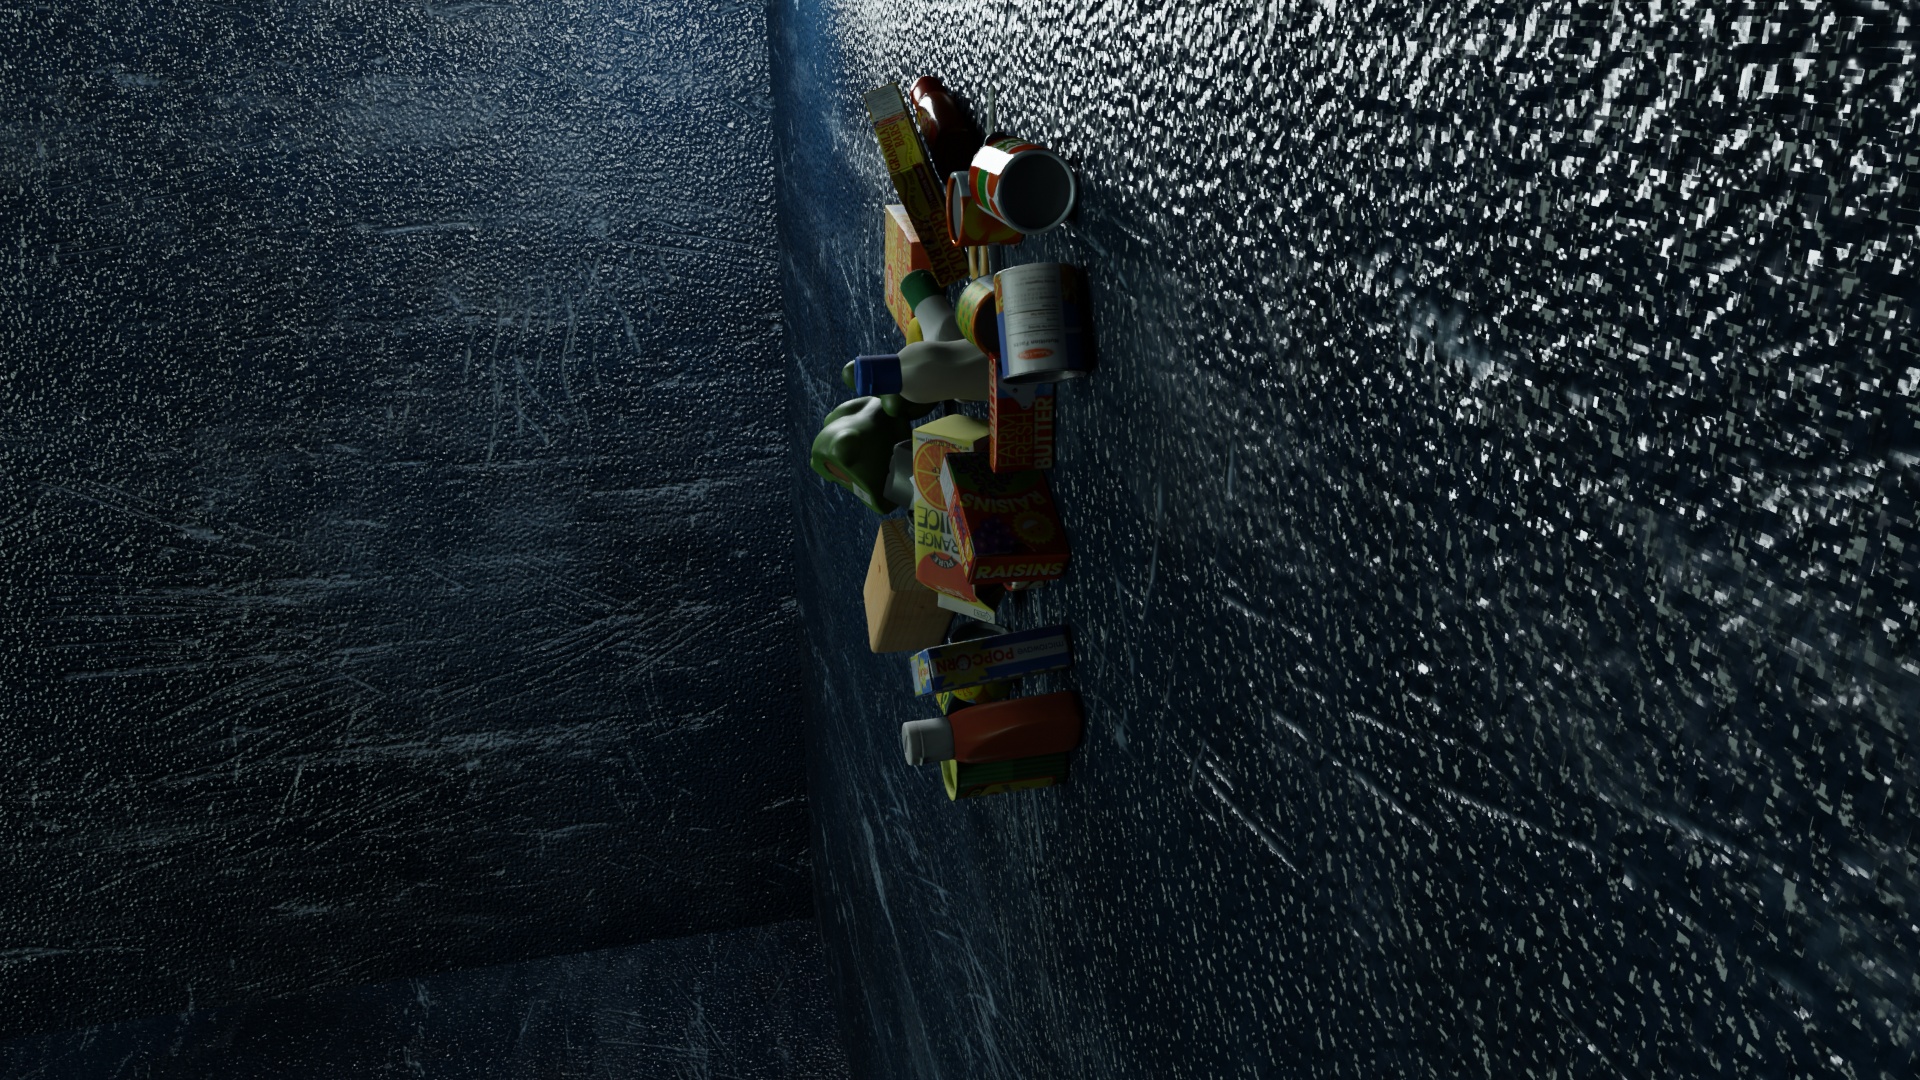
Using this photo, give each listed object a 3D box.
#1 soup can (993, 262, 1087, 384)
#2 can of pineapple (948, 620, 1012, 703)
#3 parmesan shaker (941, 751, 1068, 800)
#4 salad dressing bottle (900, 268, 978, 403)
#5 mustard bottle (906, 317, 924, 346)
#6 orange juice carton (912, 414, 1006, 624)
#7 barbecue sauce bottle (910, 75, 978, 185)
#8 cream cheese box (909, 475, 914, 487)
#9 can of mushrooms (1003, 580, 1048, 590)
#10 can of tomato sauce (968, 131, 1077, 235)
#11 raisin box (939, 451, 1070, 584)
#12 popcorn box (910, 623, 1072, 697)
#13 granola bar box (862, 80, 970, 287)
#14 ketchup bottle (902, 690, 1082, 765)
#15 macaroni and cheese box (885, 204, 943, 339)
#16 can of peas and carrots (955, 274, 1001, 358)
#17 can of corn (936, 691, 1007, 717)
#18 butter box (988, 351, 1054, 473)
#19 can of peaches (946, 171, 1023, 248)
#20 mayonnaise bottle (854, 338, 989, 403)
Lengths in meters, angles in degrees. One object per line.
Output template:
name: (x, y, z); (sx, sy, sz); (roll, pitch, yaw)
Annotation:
soup can: (0.062, -0.167, 1.079); (0.071, 0.071, 0.083); (164, 101, -77)
can of pineapple: (0.019, 0.122, 1.382); (0.071, 0.071, 0.057); (-117, 24, -59)
parmesan shaker: (0.039, 0.193, 1.241); (0.071, 0.103, 0.071); (176, 88, -78)
salad dressing bottle: (-0.014, -0.203, 1.368); (0.148, 0.064, 0.043); (63, 141, 27)
mustard bottle: (-0.027, -0.204, 1.485); (0.160, 0.065, 0.049); (136, 132, -82)
orange juice carton: (0.005, -0.017, 1.320); (0.072, 0.073, 0.191); (13, 115, 33)
barbecue sauce bottle: (-0.019, -0.417, 1.390); (0.149, 0.044, 0.064); (-107, 8, -45)
cream cheese box: (-0.004, -0.031, 1.394); (0.053, 0.024, 0.104); (-31, 82, 29)
can of mushrooms: (0.056, 0.014, 1.253); (0.071, 0.033, 0.071); (176, 89, -77)
can of tomato sauce: (0.048, -0.281, 1.089); (0.083, 0.071, 0.071); (-124, 31, -64)
raisin box: (0.037, -0.022, 1.202); (0.039, 0.086, 0.124); (106, 156, -47)
popcorn box: (0.026, 0.105, 1.211); (0.085, 0.127, 0.038); (141, 119, -75)
granola bar box: (-0.041, -0.352, 1.380); (0.165, 0.039, 0.125); (60, -169, -56)
ketchup bottle: (0.027, 0.163, 1.179); (0.064, 0.149, 0.044); (100, 159, -51)
macaroni and cheese box: (-0.054, -0.309, 1.605); (0.167, 0.040, 0.123); (-117, 25, -60)
can of peas and carrots: (0.034, -0.189, 1.191); (0.059, 0.071, 0.070); (-126, 33, -66)
can of corn: (0.009, 0.166, 1.441); (0.058, 0.071, 0.071); (-123, 30, -66)
butter box: (0.051, -0.109, 1.176); (0.024, 0.053, 0.103); (-120, 27, -66)
can of peaches: (0.022, -0.291, 1.226); (0.071, 0.058, 0.071); (177, 88, -77)
mayonnaise bottle: (-0.021, -0.154, 1.263); (0.064, 0.148, 0.041); (98, 162, -46)
